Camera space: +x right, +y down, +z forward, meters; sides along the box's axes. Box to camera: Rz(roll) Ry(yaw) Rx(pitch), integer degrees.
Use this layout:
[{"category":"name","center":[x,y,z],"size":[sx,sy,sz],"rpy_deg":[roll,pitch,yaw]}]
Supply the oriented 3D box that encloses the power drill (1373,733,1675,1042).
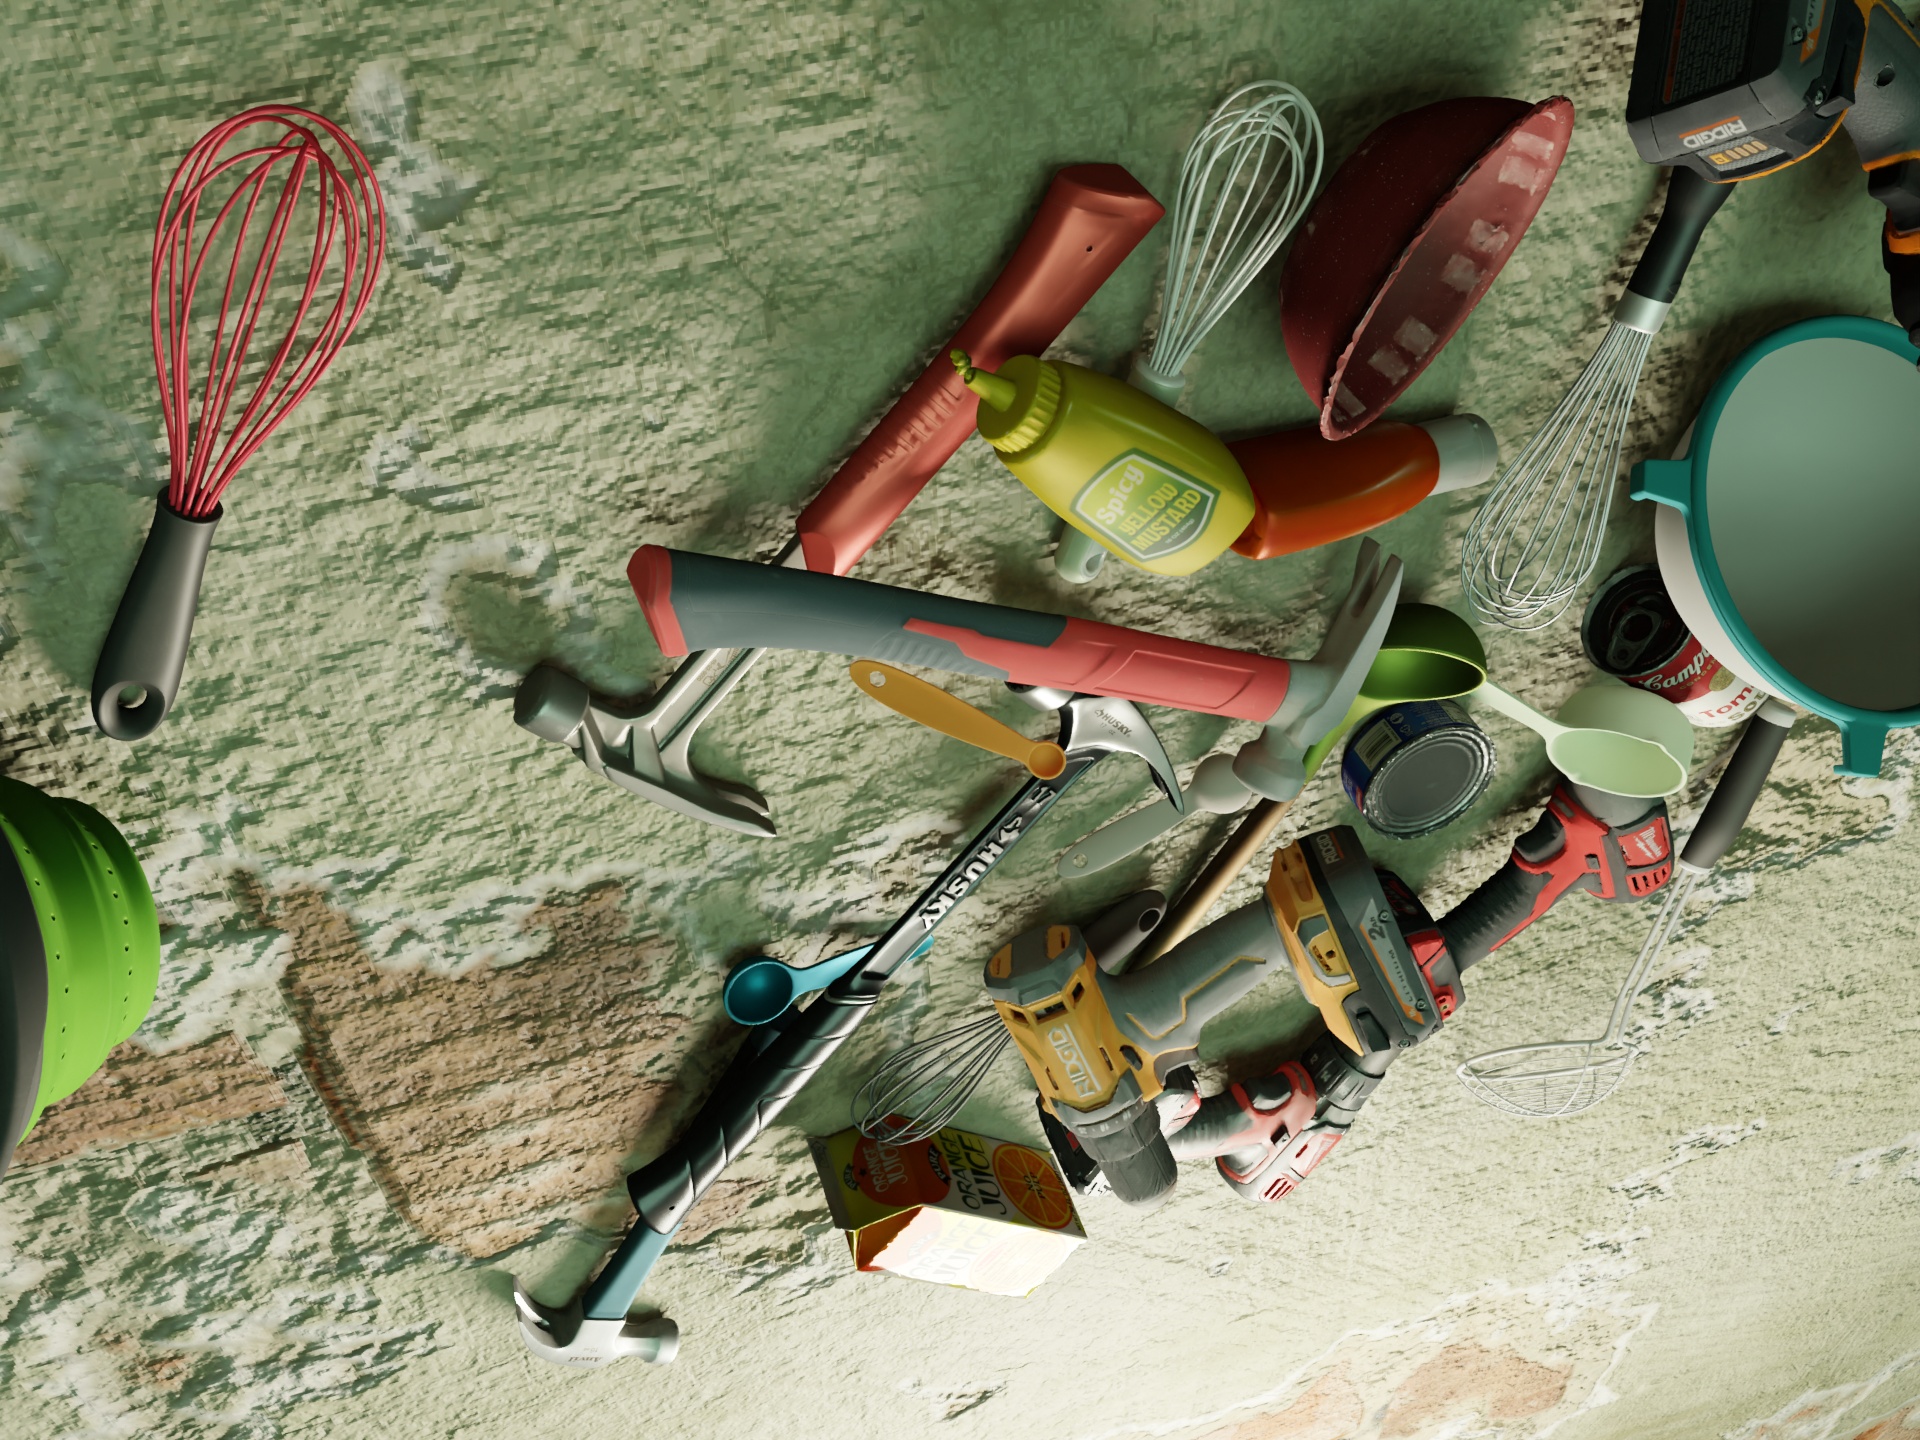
[{"category":"power drill","center":[0.343,0.098,1.001],"size":[0.219,0.079,0.143],"rpy_deg":[-32,133,2]}]

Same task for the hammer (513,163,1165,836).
[{"category":"hammer","center":[-0.038,-0.093,0.712],"size":[0.149,0.037,0.359],"rpy_deg":[29,113,-37]}]

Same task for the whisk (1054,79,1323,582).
[{"category":"whisk","center":[0.093,-0.161,0.704],"size":[0.058,0.059,0.246],"rpy_deg":[-21,144,-43]}]

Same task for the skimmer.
[{"category":"skimmer","center":[0.465,0.137,1.113],"size":[0.127,0.090,0.363],"rpy_deg":[7,115,-23]}]

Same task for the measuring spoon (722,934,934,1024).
[{"category":"measuring spoon","center":[-0.077,0.138,0.907],"size":[0.128,0.021,0.042],"rpy_deg":[-14,121,-23]}]

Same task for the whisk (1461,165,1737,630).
[{"category":"whisk","center":[0.321,-0.171,0.782],"size":[0.070,0.070,0.284],"rpy_deg":[3,122,-24]}]

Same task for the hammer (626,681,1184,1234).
[{"category":"hammer","center":[-0.043,0.136,0.873],"size":[0.409,0.036,0.149],"rpy_deg":[-48,130,11]}]

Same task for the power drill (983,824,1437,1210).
[{"category":"power drill","center":[0.149,0.176,0.909],"size":[0.226,0.084,0.185],"rpy_deg":[-23,107,10]}]

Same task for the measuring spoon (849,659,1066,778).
[{"category":"measuring spoon","center":[-0.001,-0.003,0.785],"size":[0.117,0.011,0.021],"rpy_deg":[25,110,2]}]

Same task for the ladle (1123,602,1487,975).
[{"category":"ladle","center":[0.183,0.059,0.917],"size":[0.078,0.062,0.320],"rpy_deg":[18,122,-25]}]

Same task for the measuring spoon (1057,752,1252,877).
[{"category":"measuring spoon","center":[0.109,0.058,0.901],"size":[0.124,0.034,0.018],"rpy_deg":[-30,177,8]}]

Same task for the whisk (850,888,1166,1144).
[{"category":"whisk","center":[0.029,0.179,0.964],"size":[0.239,0.055,0.055],"rpy_deg":[-40,131,7]}]

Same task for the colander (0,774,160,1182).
[{"category":"colander","center":[-0.379,0.017,0.627],"size":[0.094,0.205,0.397],"rpy_deg":[-14,124,-58]}]

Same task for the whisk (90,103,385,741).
[{"category":"whisk","center":[-0.285,-0.096,0.600],"size":[0.073,0.073,0.295],"rpy_deg":[14,128,-31]}]

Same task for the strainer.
[{"category":"strainer","center":[0.490,-0.135,0.851],"size":[0.340,0.095,0.211],"rpy_deg":[-39,94,-17]}]

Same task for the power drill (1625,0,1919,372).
[{"category":"power drill","center":[0.389,-0.251,0.681],"size":[0.226,0.084,0.164],"rpy_deg":[14,84,-30]}]

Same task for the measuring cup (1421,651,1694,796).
[{"category":"measuring cup","center":[0.339,-0.012,0.906],"size":[0.167,0.038,0.083],"rpy_deg":[28,160,-2]}]

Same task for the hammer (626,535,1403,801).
[{"category":"hammer","center":[0.039,-0.047,0.734],"size":[0.386,0.038,0.143],"rpy_deg":[8,116,-31]}]

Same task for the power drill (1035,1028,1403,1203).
[{"category":"power drill","center":[0.185,0.243,1.058],"size":[0.226,0.080,0.187],"rpy_deg":[14,122,-34]}]

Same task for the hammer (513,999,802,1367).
[{"category":"hammer","center":[-0.175,0.295,0.984],"size":[0.128,0.033,0.331],"rpy_deg":[15,121,-32]}]
